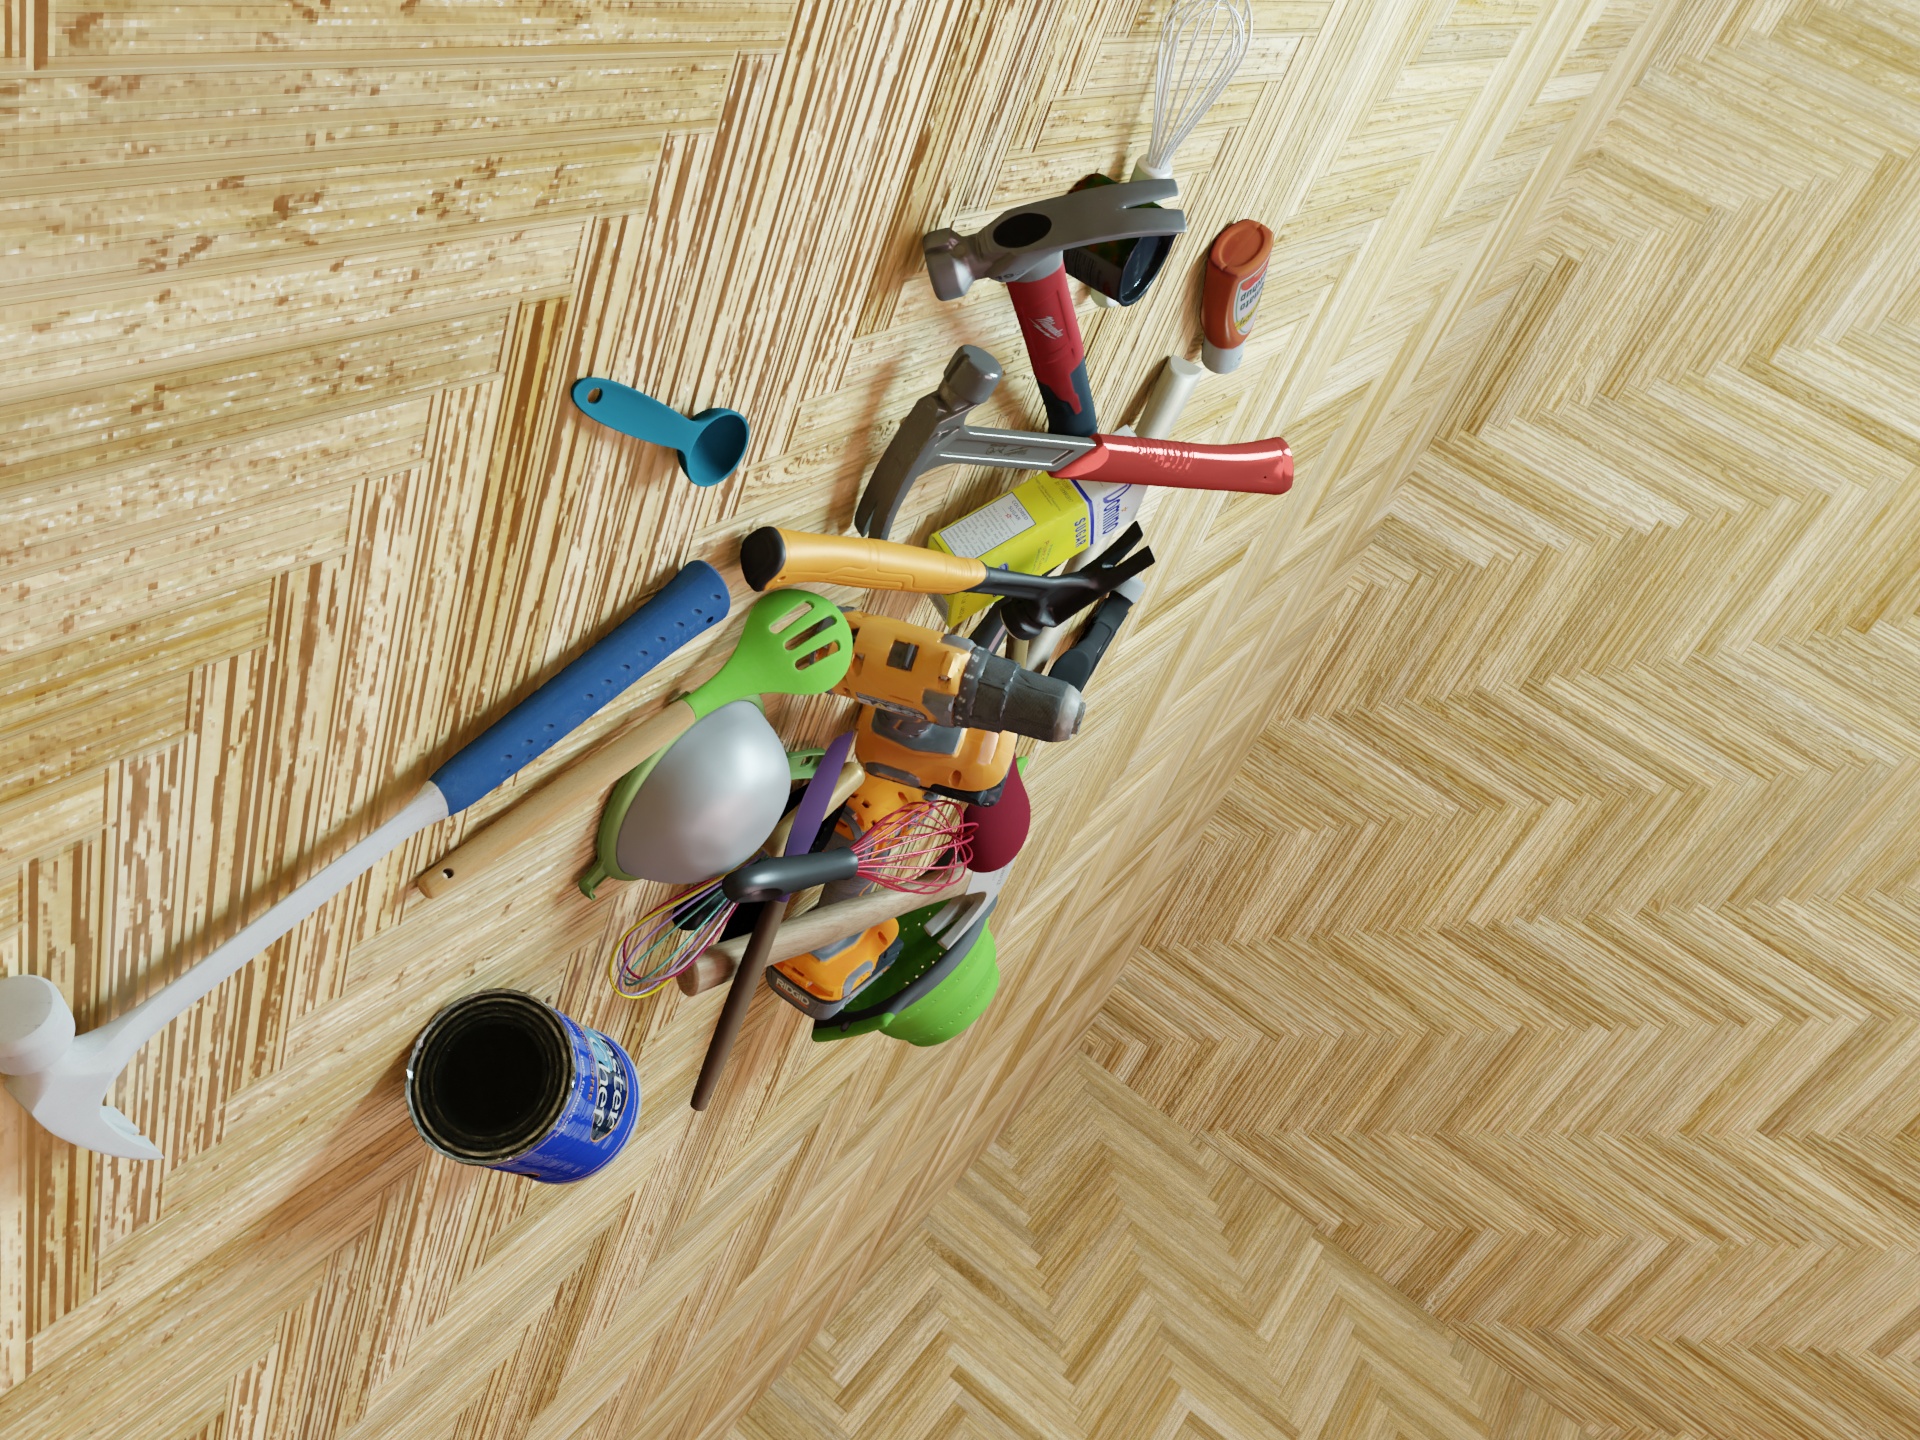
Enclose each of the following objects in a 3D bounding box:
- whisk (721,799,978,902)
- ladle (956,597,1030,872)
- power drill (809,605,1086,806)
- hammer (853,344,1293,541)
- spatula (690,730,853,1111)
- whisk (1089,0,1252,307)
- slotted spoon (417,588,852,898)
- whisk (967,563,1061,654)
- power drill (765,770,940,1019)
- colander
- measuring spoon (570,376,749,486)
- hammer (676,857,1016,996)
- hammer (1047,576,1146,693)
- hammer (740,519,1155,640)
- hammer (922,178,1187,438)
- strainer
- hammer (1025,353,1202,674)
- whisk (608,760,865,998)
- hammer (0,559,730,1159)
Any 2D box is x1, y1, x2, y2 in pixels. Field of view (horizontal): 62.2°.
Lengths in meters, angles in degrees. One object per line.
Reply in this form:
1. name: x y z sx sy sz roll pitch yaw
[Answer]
1. whisk: -0.072 0.100 1.129 0.295 0.073 0.073 -5 128 -60
2. ladle: 0.042 -0.030 1.265 0.069 0.031 0.315 3 96 -35
3. power drill: -0.002 -0.004 1.135 0.226 0.185 0.084 76 31 -72
4. hammer: 0.099 -0.171 1.084 0.359 0.037 0.149 -3 141 -41
5. spatula: -0.140 0.149 1.140 0.316 0.018 0.060 -68 167 17
6. whisk: 0.130 -0.367 1.033 0.058 0.059 0.246 -32 158 -33
7. slotted spoon: -0.175 0.009 0.914 0.314 0.070 0.031 -37 -177 -33
8. whisk: 0.044 -0.104 1.293 0.239 0.055 0.055 -57 164 8
9. power drill: -0.080 0.131 1.362 0.164 0.084 0.226 -35 150 -49
10. colander: 0.001 0.187 1.549 0.204 0.094 0.397 -21 -155 41
11. measuring spoon: -0.147 -0.144 0.757 0.042 0.021 0.128 -58 154 9
12. hammer: -0.081 0.155 1.258 0.331 0.031 0.130 -15 134 -42
13. hammer: 0.113 -0.058 1.485 0.146 0.035 0.335 -59 177 14
14. hammer: -0.008 -0.098 1.026 0.127 0.034 0.336 -32 162 33
15. hammer: 0.079 -0.240 1.044 0.143 0.038 0.386 -12 170 7
16. strainer: -0.136 0.052 1.065 0.151 0.069 0.256 -60 161 16
17. hammer: 0.098 -0.123 1.368 0.410 0.038 0.146 -62 176 -1
18. whisk: -0.156 0.108 1.134 0.245 0.047 0.051 -43 -175 -28
19. hammer: -0.261 0.048 0.766 0.405 0.035 0.144 -44 160 -34
